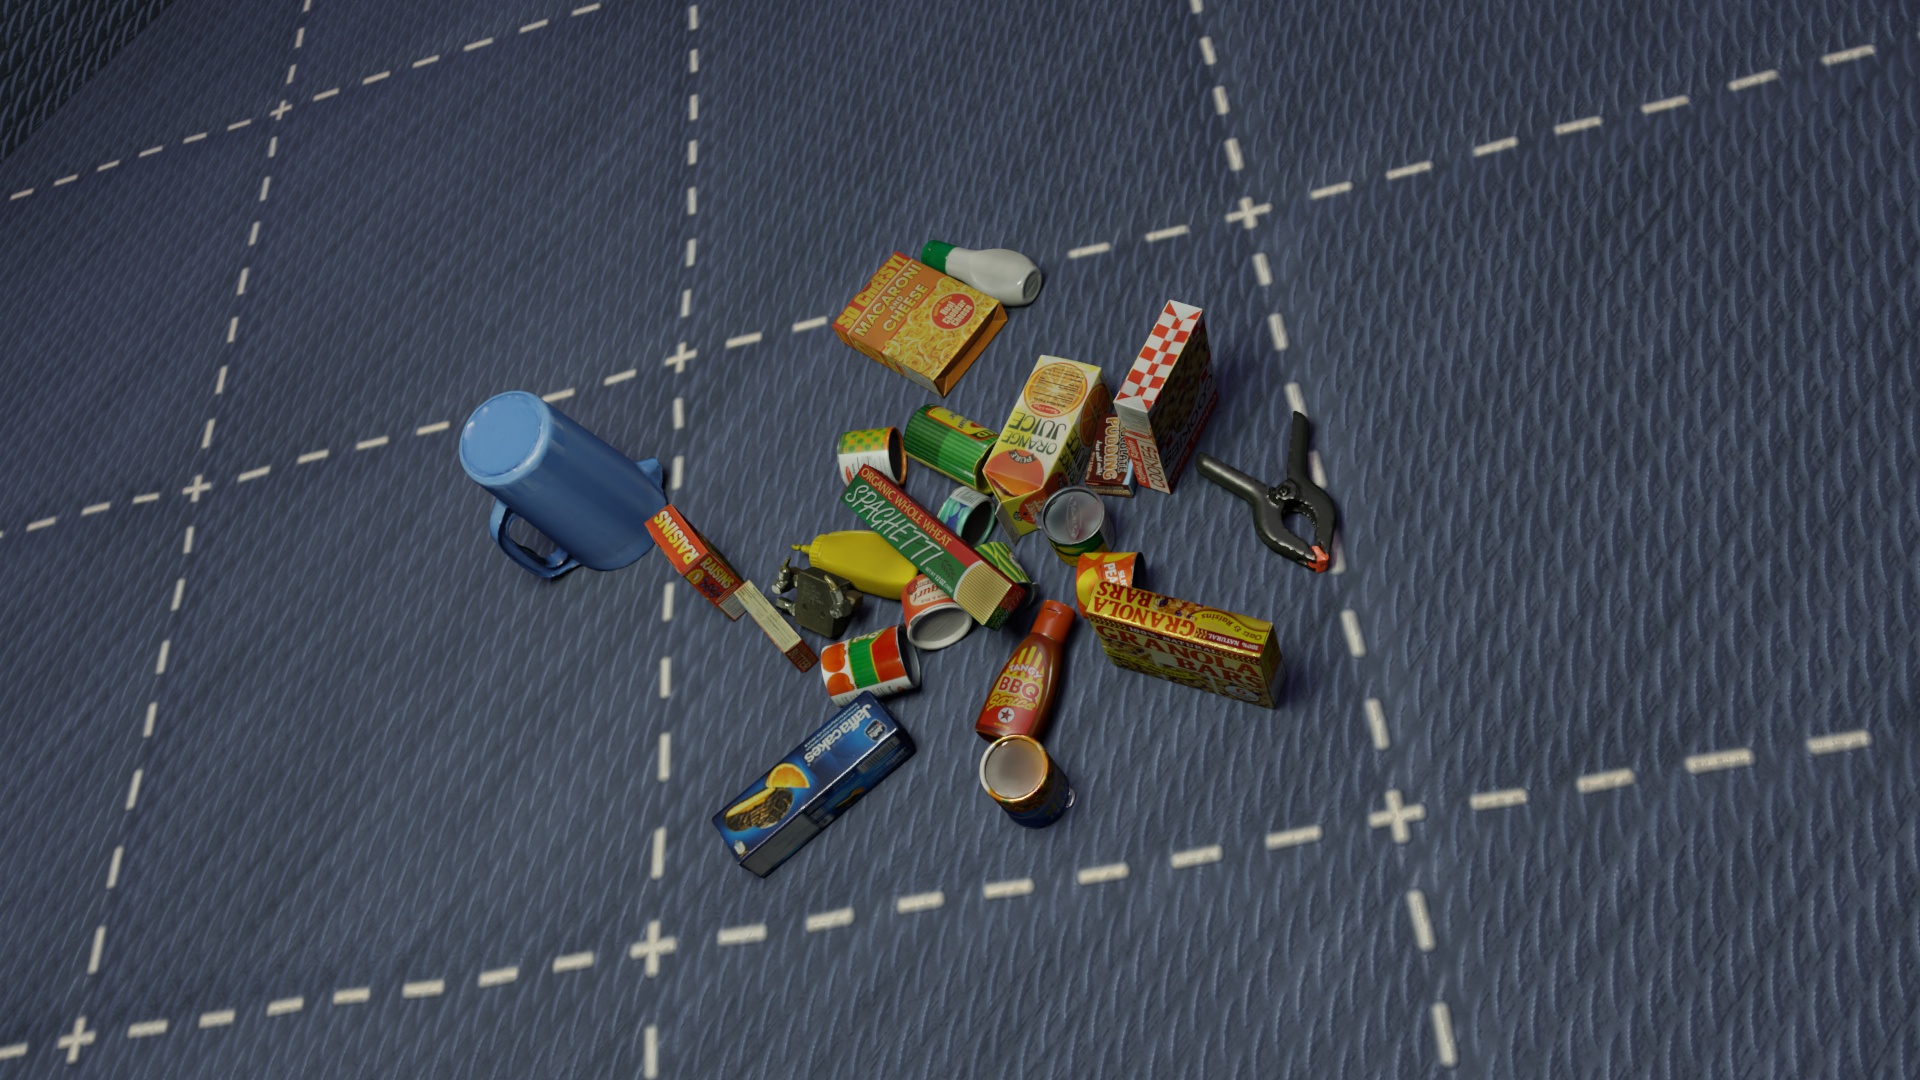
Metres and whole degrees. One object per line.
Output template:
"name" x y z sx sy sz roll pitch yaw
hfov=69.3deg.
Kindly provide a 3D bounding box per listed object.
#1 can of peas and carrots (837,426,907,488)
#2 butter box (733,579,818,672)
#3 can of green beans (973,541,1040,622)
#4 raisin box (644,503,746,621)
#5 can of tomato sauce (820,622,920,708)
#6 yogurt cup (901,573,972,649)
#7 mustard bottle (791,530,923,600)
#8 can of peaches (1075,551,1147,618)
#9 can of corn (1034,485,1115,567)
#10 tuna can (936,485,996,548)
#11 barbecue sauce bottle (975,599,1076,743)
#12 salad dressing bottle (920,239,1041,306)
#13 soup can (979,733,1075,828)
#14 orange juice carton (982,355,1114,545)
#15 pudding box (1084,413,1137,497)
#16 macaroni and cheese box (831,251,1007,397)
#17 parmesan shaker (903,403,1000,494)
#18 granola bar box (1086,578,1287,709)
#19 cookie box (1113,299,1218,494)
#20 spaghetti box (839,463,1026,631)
"can of peas and carrots" -0.095 -0.091 1.516 0.059 0.070 0.071 -5 62 16
"butter box" -0.194 0.090 1.459 0.024 0.053 0.104 -41 58 -8
"can of green beans" 0.034 0.043 1.397 0.071 0.071 0.058 -32 57 1
"raisin box" -0.276 0.024 1.482 0.040 0.123 0.086 -40 58 -4
"can of tomato sauce" -0.090 0.125 1.396 0.083 0.071 0.071 -17 59 11
"yogurt cup" -0.027 0.069 1.407 0.072 0.072 0.054 -26 50 4
"mustard bottle" -0.108 0.020 1.469 0.160 0.048 0.065 12 61 25
"can of peaches" 0.147 0.044 1.355 0.058 0.071 0.071 -1 63 20
"can of corn" 0.116 -0.013 1.403 0.071 0.058 0.071 -8 61 15
"tuna can" 0.005 -0.018 1.442 0.033 0.071 0.071 26 74 28
"barbecue sauce bottle" 0.070 0.131 1.351 0.065 0.043 0.149 14 68 27
"salad dressing bottle" 0.022 -0.314 1.609 0.148 0.044 0.064 24 73 29
"soup can" 0.062 0.222 1.280 0.071 0.083 0.071 -8 61 15
"orange juice carton" 0.086 -0.092 1.449 0.073 0.071 0.193 17 69 26
"pudding box" 0.163 -0.089 1.445 0.049 0.030 0.084 7 66 22
"macaroni and cheese box" -0.048 -0.253 1.601 0.167 0.040 0.124 31 76 30
"parmesan shaker" -0.004 -0.099 1.484 0.103 0.071 0.071 28 75 29
"granola bar box" 0.208 0.096 1.274 0.165 0.123 0.039 14 68 25
"cookie box" 0.206 -0.139 1.376 0.040 0.167 0.123 21 72 24
"spaghetti box" -0.033 0.002 1.397 0.251 0.028 0.050 40 97 37
